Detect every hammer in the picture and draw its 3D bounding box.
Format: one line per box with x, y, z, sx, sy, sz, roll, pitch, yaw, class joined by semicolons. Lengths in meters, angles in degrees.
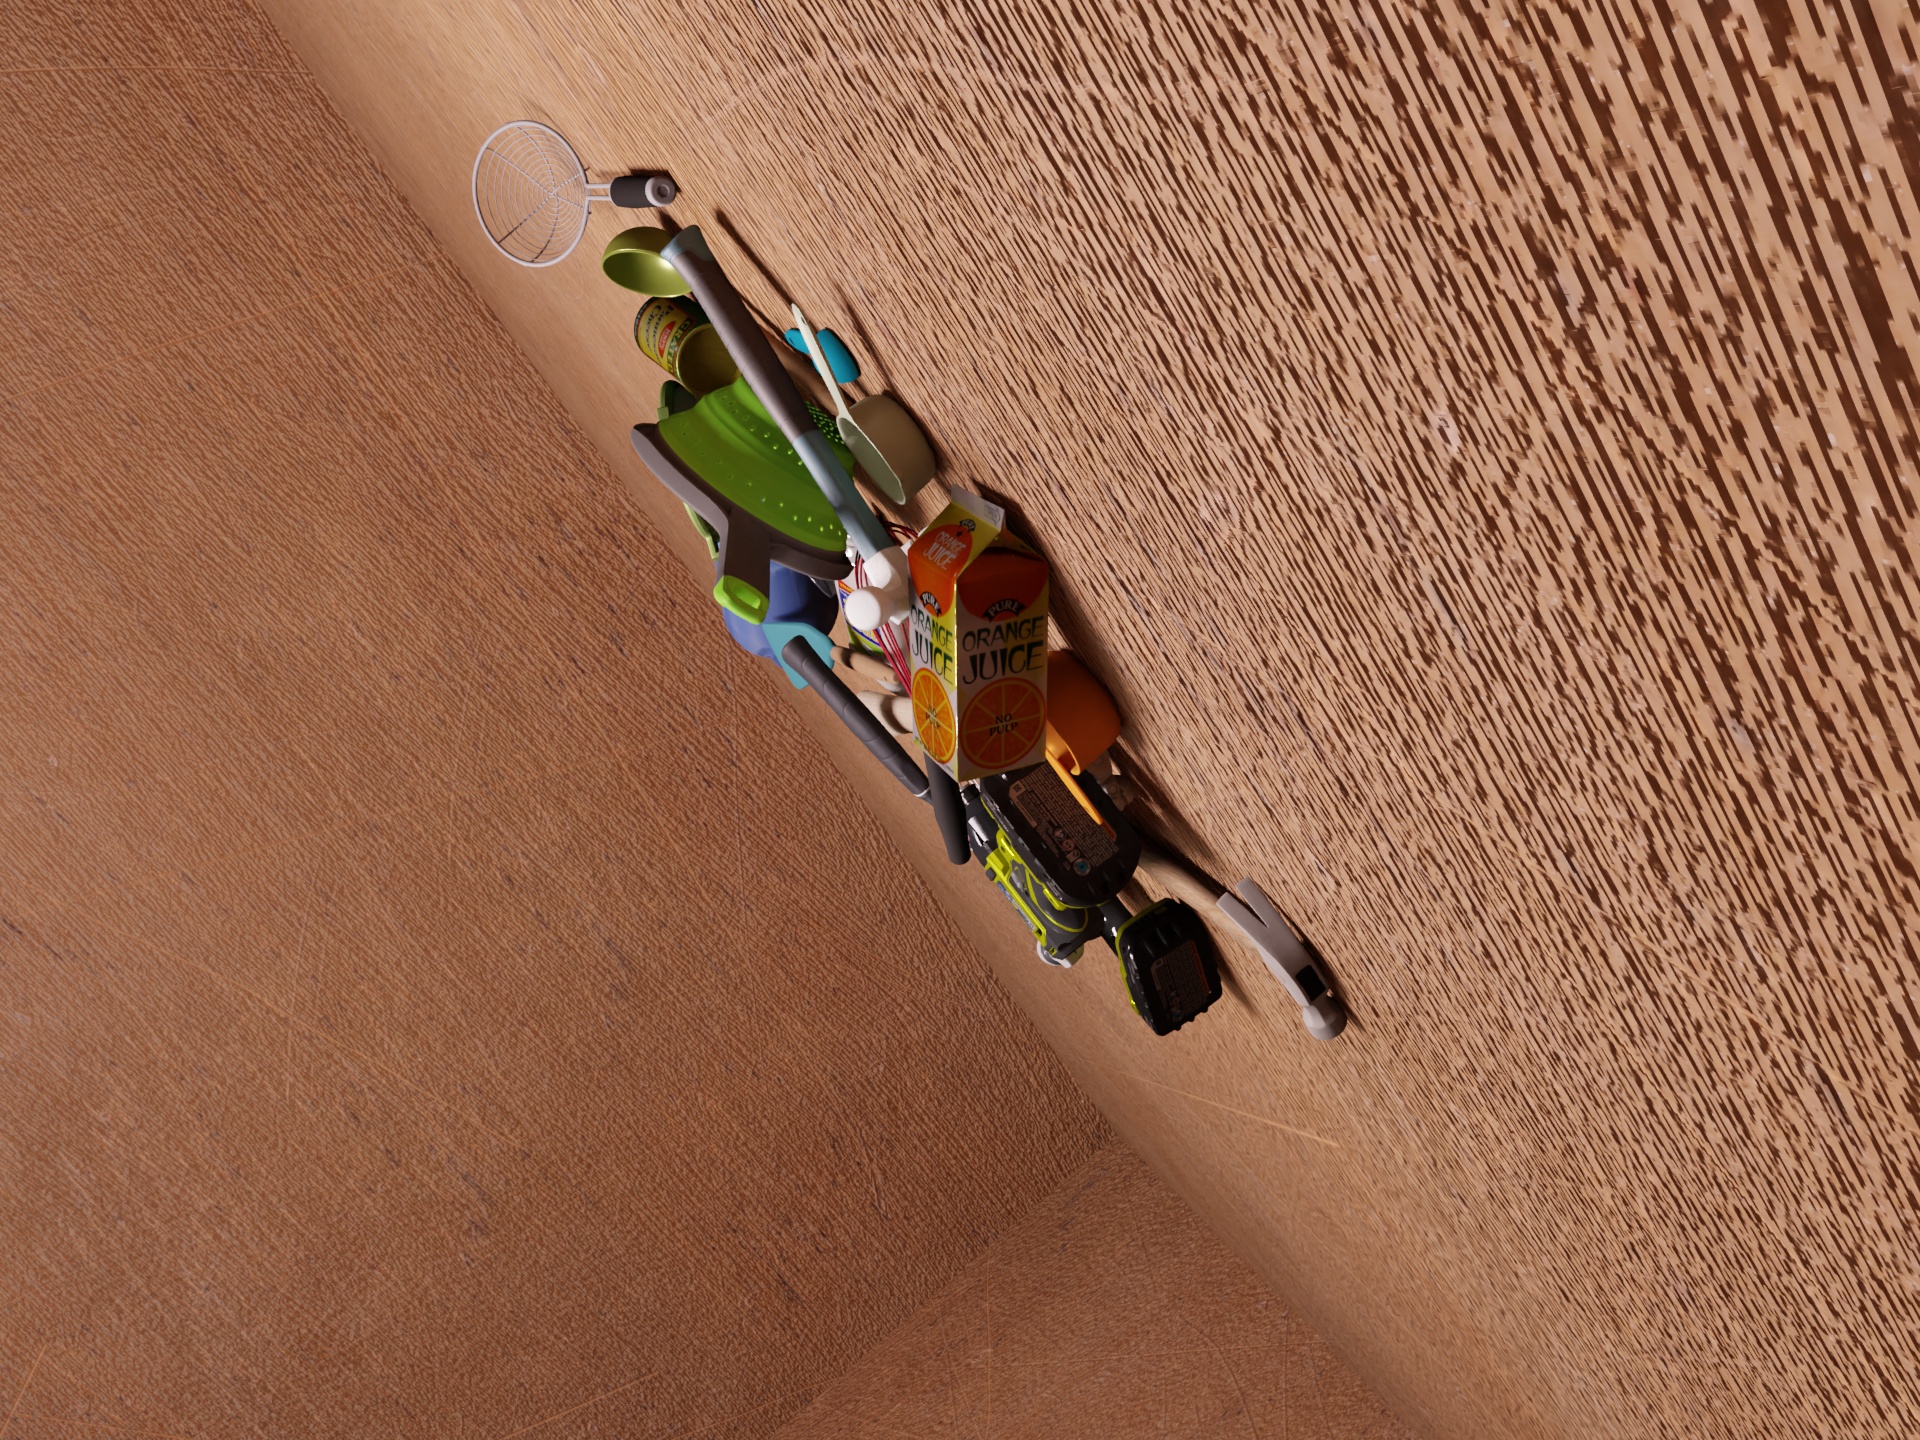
-0.119;-0.215;1.143;0.331;0.033;0.128;58;-152;4;hammer
0.181;0.130;1.284;0.129;0.031;0.332;57;170;-34;hammer
-0.025;0.078;1.505;0.409;0.036;0.149;48;172;1;hammer
-0.002;-0.005;1.415;0.146;0.038;0.411;56;159;-21;hammer

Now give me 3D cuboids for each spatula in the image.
-0.121;-0.056;1.558;0.082;0.044;0.318;63;165;-18;spatula

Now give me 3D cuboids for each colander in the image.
-0.140;-0.174;1.179;0.204;0.094;0.397;32;-164;-18;colander

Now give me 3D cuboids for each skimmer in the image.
-0.331;-0.443;1.339;0.364;0.090;0.127;32;128;58;skimmer

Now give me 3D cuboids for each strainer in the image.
-0.216;-0.268;1.481;0.257;0.069;0.151;-93;-13;-58;strainer

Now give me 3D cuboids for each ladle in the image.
-0.174;-0.299;1.254;0.320;0.062;0.078;43;-174;27;ladle

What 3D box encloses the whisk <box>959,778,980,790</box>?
-0.011;-0.001;1.560;0.057;0.059;0.247;56;-176;-45;whisk

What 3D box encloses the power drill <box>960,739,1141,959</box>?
0.062;0.101;1.303;0.171;0.080;0.223;52;164;11;power drill

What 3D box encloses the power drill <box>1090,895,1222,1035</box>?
0.141;0.172;1.504;0.229;0.080;0.190;44;161;50;power drill

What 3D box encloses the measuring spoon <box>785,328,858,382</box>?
-0.111;-0.268;1.162;0.042;0.021;0.129;56;170;-30;measuring spoon

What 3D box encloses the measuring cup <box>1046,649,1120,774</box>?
0.052;-0.038;1.188;0.174;0.052;0.095;49;171;25;measuring cup

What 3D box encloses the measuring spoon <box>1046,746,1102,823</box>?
0.067;0.034;1.186;0.117;0.011;0.021;51;171;-4;measuring spoon

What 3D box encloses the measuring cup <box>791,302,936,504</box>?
-0.065;-0.222;1.081;0.083;0.038;0.167;41;165;47;measuring cup

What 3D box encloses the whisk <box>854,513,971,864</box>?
-0.031;-0.026;1.307;0.073;0.073;0.296;167;90;-80;whisk
